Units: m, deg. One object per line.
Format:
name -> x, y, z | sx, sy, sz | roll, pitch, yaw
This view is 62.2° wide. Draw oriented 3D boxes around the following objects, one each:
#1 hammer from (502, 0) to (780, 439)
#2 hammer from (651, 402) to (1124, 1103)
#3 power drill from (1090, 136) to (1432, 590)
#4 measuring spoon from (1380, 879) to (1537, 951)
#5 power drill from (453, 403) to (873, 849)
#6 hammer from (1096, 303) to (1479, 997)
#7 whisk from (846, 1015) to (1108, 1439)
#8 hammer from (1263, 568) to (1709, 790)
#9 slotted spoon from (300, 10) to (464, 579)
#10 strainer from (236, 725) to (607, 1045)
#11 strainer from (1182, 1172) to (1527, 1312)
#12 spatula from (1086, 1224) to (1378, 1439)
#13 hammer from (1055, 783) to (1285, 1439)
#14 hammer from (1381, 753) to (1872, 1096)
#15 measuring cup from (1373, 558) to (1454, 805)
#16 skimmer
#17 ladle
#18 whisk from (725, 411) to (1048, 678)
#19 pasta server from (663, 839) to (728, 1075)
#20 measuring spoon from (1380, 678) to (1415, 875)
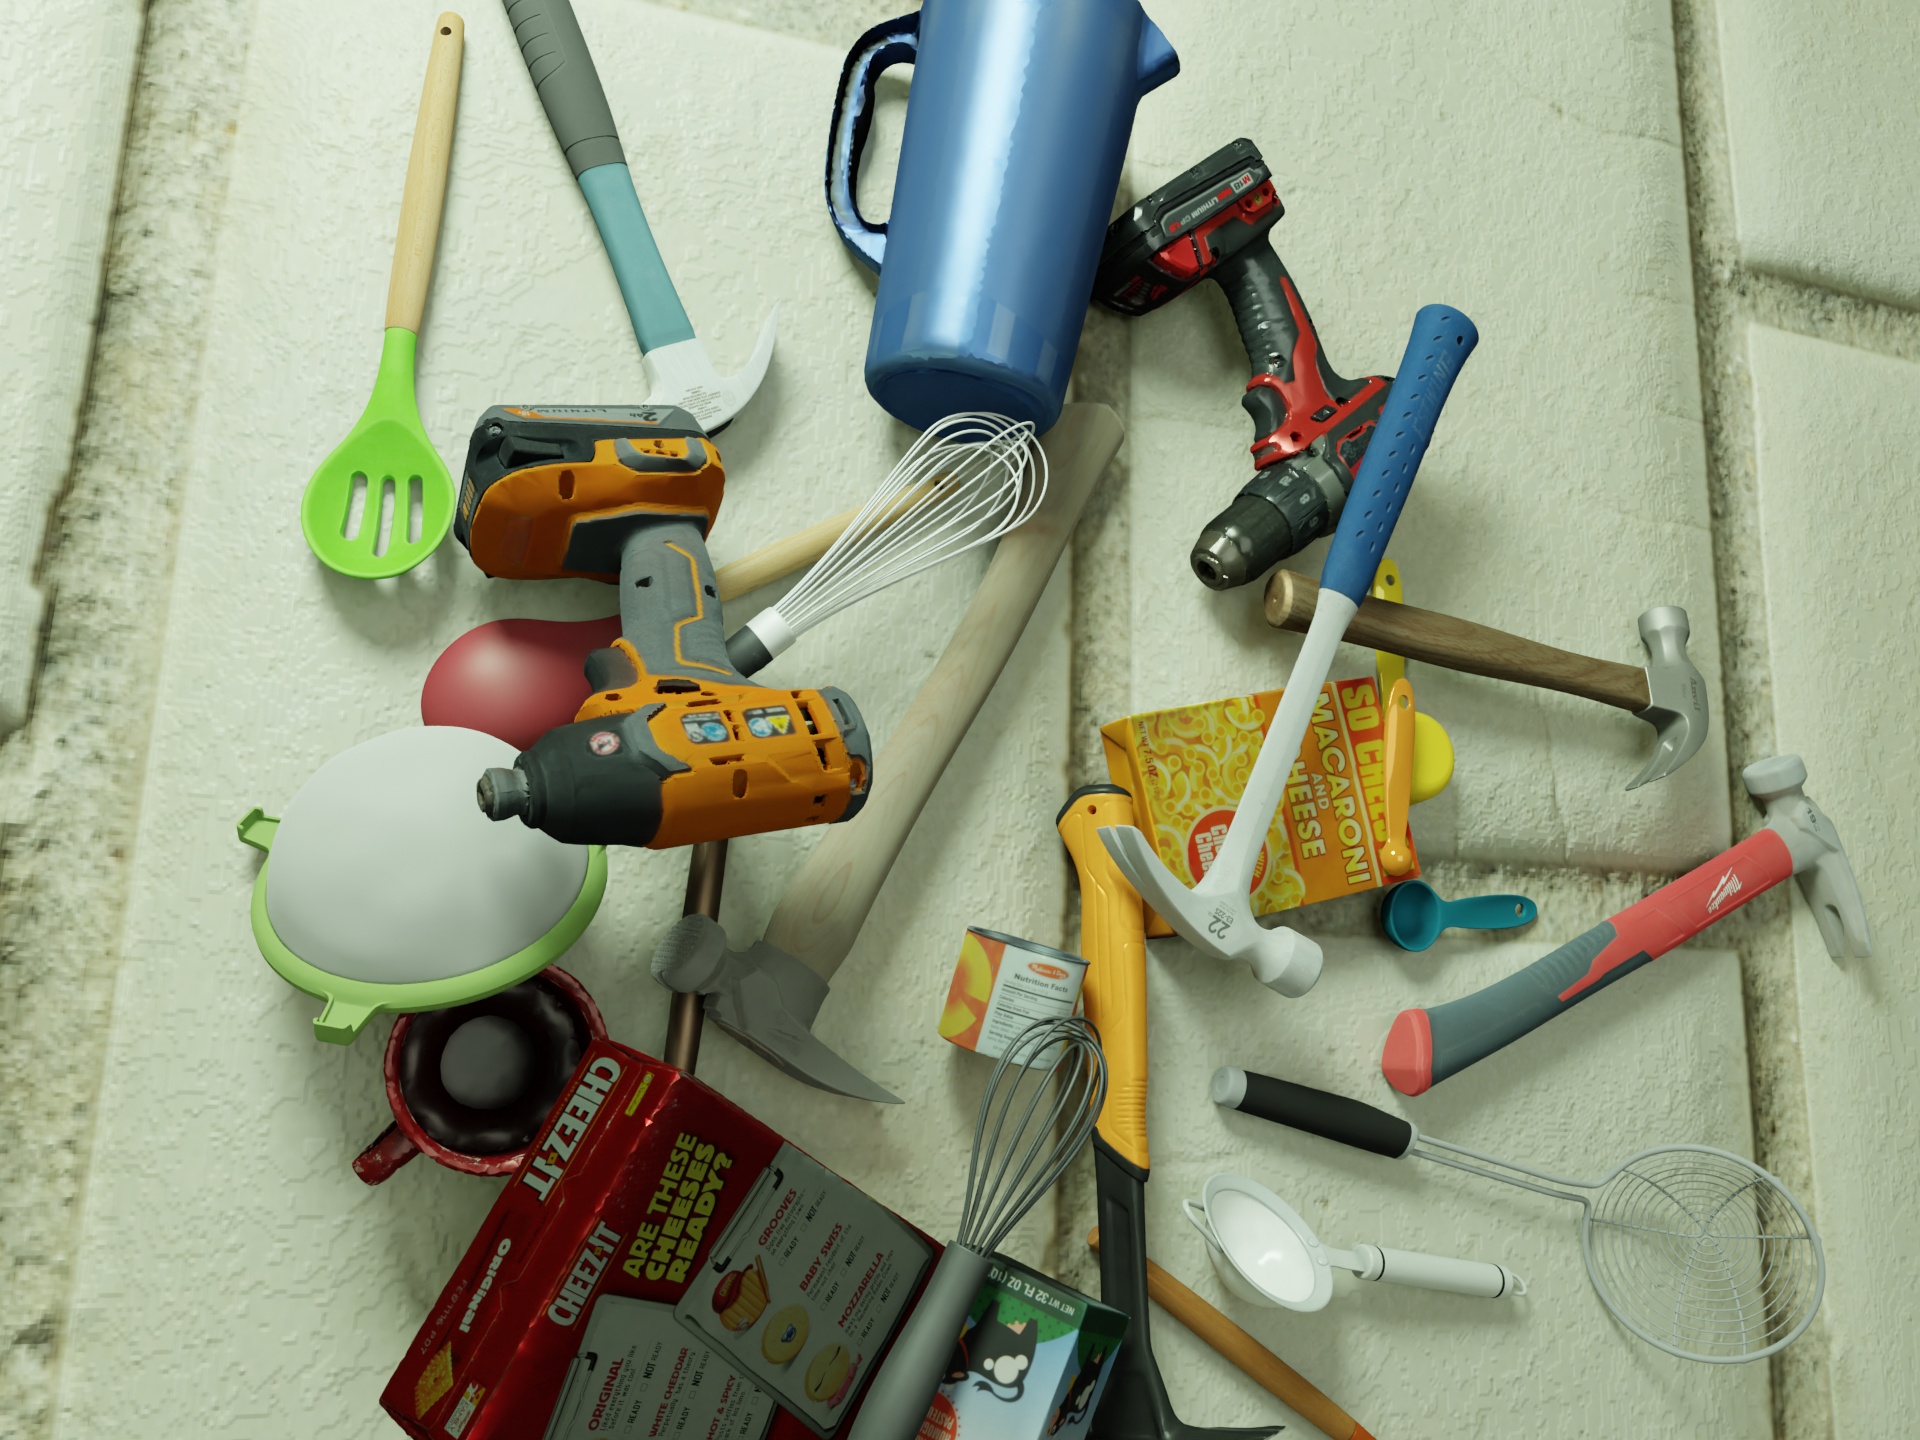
hammer -> -0.194, -0.299, 0.833 | 0.128, 0.033, 0.331 | -20, 87, -24
hammer -> -0.001, -0.003, 0.843 | 0.146, 0.038, 0.411 | 42, 63, -27
power drill -> 0.162, -0.203, 0.939 | 0.188, 0.080, 0.226 | -38, 98, -24
measuring spoon -> 0.300, 0.117, 0.964 | 0.128, 0.021, 0.042 | 2, 84, -31
power drill -> -0.153, -0.040, 0.707 | 0.164, 0.084, 0.227 | -7, 54, -32
hammer -> 0.203, -0.061, 0.883 | 0.144, 0.035, 0.406 | 31, 72, -21
whisk -> 0.003, 0.242, 0.722 | 0.055, 0.055, 0.239 | 32, 75, -14
hammer -> 0.331, -0.038, 0.978 | 0.331, 0.031, 0.130 | 11, 63, -22
slotted spoon -> -0.271, -0.214, 0.787 | 0.070, 0.031, 0.314 | 4, 75, -6
strainer -> -0.186, 0.033, 0.705 | 0.256, 0.069, 0.152 | -20, 43, -25
strainer -> 0.217, 0.300, 0.877 | 0.258, 0.050, 0.087 | 16, 30, -24
spatula -> 0.195, 0.369, 0.854 | 0.322, 0.041, 0.081 | 40, 68, -10
hammer -> 0.088, 0.197, 0.819 | 0.034, 0.127, 0.337 | 28, 57, -60
hammer -> 0.421, 0.153, 0.992 | 0.386, 0.038, 0.143 | -22, 90, -25
measuring cup -> 0.271, -0.026, 0.970 | 0.062, 0.029, 0.156 | 4, 79, -22
skimmer -> 0.313, 0.268, 0.895 | 0.363, 0.090, 0.127 | 20, 104, -15
ladle -> -0.126, -0.066, 0.818 | 0.315, 0.031, 0.069 | -29, 88, -26
whisk -> -0.070, -0.064, 0.804 | 0.284, 0.070, 0.070 | -39, 95, -10
pasta server -> -0.135, 0.145, 0.773 | 0.060, 0.040, 0.316 | 12, 71, -20
measuring spoon -> 0.255, 0.031, 0.916 | 0.021, 0.011, 0.117 | 11, 76, -21
